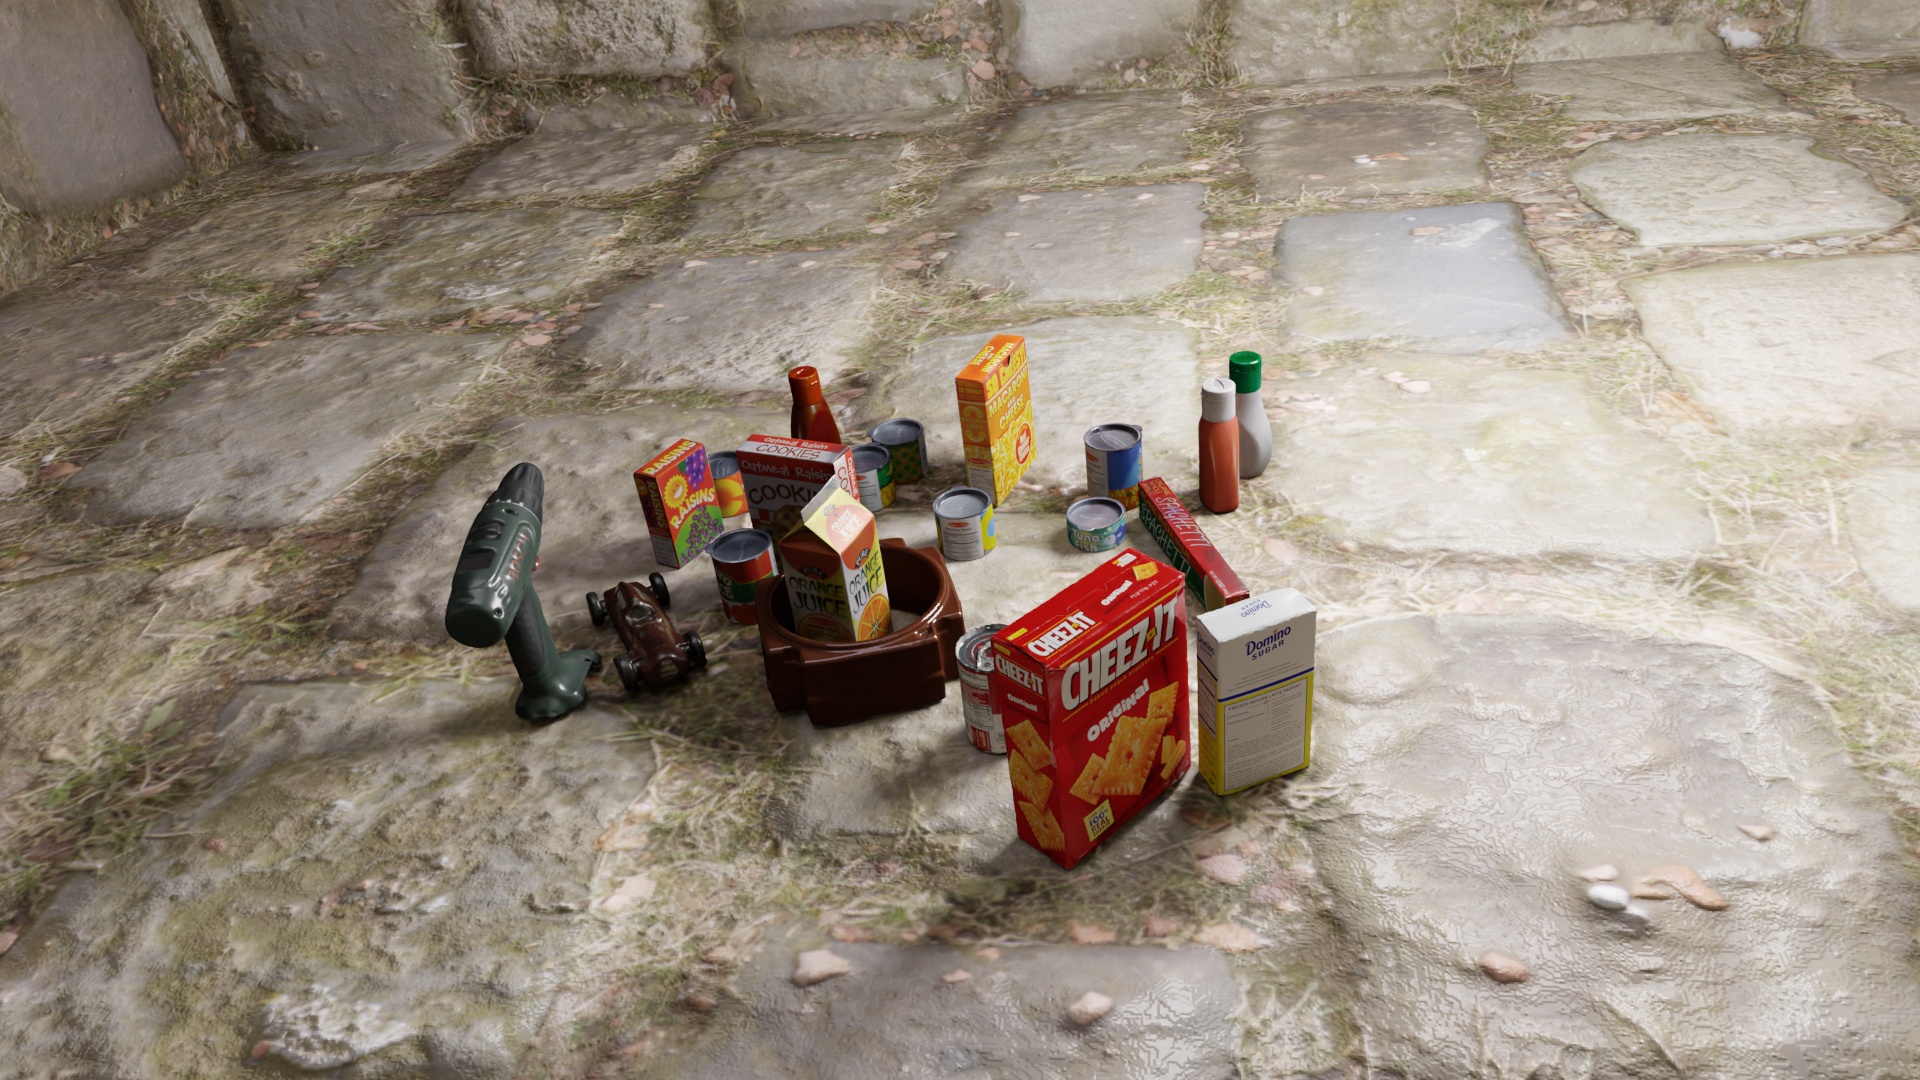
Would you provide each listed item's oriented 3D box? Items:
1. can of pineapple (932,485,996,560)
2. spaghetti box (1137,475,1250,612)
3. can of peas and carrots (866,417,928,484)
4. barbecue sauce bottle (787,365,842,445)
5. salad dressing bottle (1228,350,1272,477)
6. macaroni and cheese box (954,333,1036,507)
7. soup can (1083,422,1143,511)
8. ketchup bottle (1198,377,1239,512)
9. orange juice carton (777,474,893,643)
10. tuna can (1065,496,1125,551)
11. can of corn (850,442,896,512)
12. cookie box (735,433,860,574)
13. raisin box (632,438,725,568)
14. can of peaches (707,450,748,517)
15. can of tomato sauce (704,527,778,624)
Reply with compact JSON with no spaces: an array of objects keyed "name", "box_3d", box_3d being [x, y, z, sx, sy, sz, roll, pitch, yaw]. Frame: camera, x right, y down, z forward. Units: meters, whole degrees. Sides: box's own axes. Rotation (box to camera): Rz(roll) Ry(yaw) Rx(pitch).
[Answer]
[{"name":"can of pineapple","box_3d":[0.006,-0.020,1.556,0.071,0.057,0.071,-5,32,3]},{"name":"spaghetti box","box_3d":[0.243,0.011,1.468,0.029,0.050,0.251,-13,33,-9]},{"name":"can of peas and carrots","box_3d":[-0.077,-0.110,1.713,0.071,0.058,0.071,-5,32,3]},{"name":"barbecue sauce bottle","box_3d":[-0.180,-0.139,1.696,0.044,0.147,0.065,23,43,39]},{"name":"salad dressing bottle","box_3d":[0.329,-0.145,1.605,0.044,0.147,0.064,-29,38,-30]},{"name":"macaroni and cheese box","box_3d":[0.045,-0.143,1.640,0.040,0.165,0.124,9,36,24]},{"name":"soup can","box_3d":[0.180,-0.085,1.599,0.071,0.083,0.072,-5,32,3]},{"name":"ketchup bottle","box_3d":[0.288,-0.108,1.553,0.043,0.148,0.065,-9,32,-3]},{"name":"orange juice carton","box_3d":[-0.125,0.034,1.374,0.073,0.191,0.072,9,36,24]},{"name":"tuna can","box_3d":[0.150,-0.017,1.546,0.071,0.032,0.071,-5,32,3]},{"name":"can of corn","box_3d":[-0.112,-0.076,1.667,0.071,0.058,0.071,-5,32,3]},{"name":"cookie box","box_3d":[-0.168,-0.030,1.505,0.123,0.166,0.040,8,36,23]},{"name":"raisin box","box_3d":[-0.322,-0.043,1.597,0.040,0.122,0.086,14,38,30]},{"name":"can of peaches","box_3d":[-0.284,-0.069,1.691,0.071,0.057,0.071,-5,32,3]},{"name":"can of tomato sauce","box_3d":[-0.230,0.039,1.488,0.071,0.082,0.071,-5,32,3]}]
